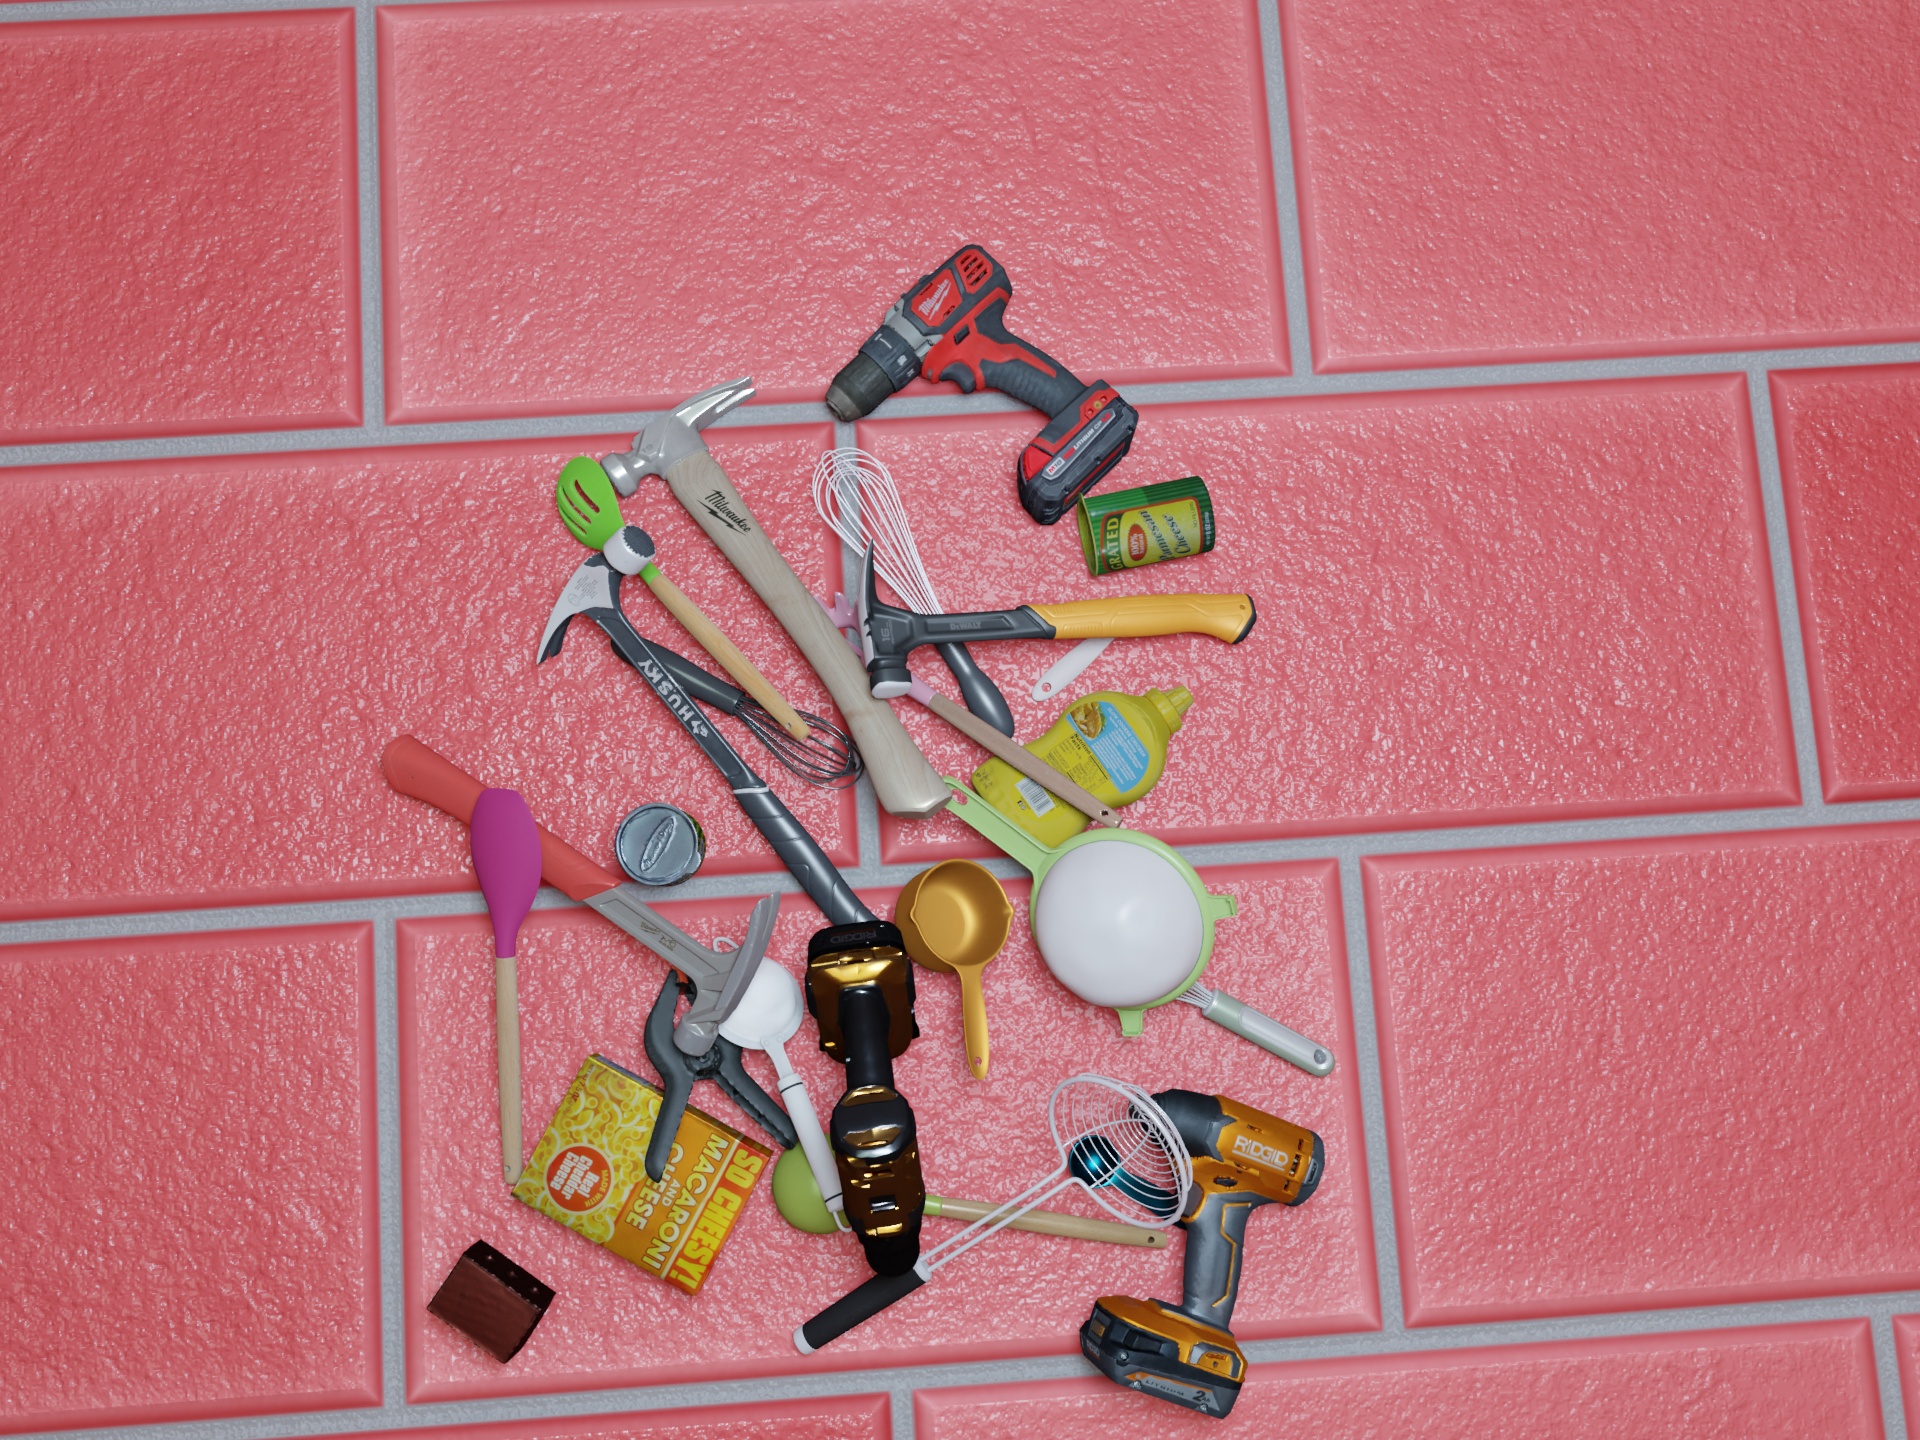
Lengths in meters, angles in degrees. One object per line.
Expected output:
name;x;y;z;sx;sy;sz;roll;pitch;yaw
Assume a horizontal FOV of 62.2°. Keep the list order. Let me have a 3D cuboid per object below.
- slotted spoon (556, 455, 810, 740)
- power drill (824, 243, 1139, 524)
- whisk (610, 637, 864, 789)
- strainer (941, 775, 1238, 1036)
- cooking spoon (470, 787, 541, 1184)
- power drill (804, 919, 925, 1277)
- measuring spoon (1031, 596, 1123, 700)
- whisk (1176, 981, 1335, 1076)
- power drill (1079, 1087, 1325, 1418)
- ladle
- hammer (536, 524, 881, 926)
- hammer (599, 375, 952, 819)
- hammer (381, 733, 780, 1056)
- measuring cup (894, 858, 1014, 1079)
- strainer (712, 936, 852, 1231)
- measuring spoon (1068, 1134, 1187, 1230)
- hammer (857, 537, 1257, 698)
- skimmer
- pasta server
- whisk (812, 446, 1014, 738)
slotted spoon;-0.231;-0.098;1.299;0.314;0.031;0.070;46;127;11
power drill;0.017;-0.267;1.335;0.188;0.080;0.227;-44;83;-6
whisk;-0.186;-0.011;1.312;0.239;0.055;0.055;28;83;6
strainer;0.074;0.132;1.229;0.256;0.069;0.151;37;115;8
cooking spoon;-0.359;0.212;1.257;0.069;0.017;0.319;2;97;22
power drill;-0.065;0.289;1.202;0.084;0.185;0.226;-8;40;-3
measuring spoon;0.108;-0.059;1.338;0.124;0.018;0.034;-41;86;-5
whisk;0.196;0.225;1.292;0.246;0.059;0.058;29;62;-2
power drill;0.175;0.403;1.238;0.164;0.084;0.226;24;80;-14
ladle;0.008;0.390;1.274;0.320;0.062;0.078;11;85;-7
hammer;-0.187;0.043;1.289;0.149;0.036;0.409;-37;92;30
hammer;-0.127;-0.097;1.294;0.146;0.038;0.411;-35;75;-6
hammer;-0.310;0.107;1.252;0.359;0.036;0.149;32;110;15
measuring cup;-0.005;0.200;1.269;0.095;0.052;0.174;1;75;-30
strainer;-0.135;0.276;1.246;0.087;0.050;0.259;-11;66;-36
measuring spoon;0.142;0.378;1.289;0.128;0.021;0.042;33;82;-7
hammer;0.083;-0.088;1.296;0.336;0.034;0.127;-3;70;-16
skimmer;0.012;0.391;1.197;0.363;0.090;0.127;-35;84;11
pasta server;-0.002;-0.004;1.284;0.316;0.040;0.060;34;83;18
whisk;-0.035;-0.105;1.325;0.070;0.070;0.284;-32;90;-5
